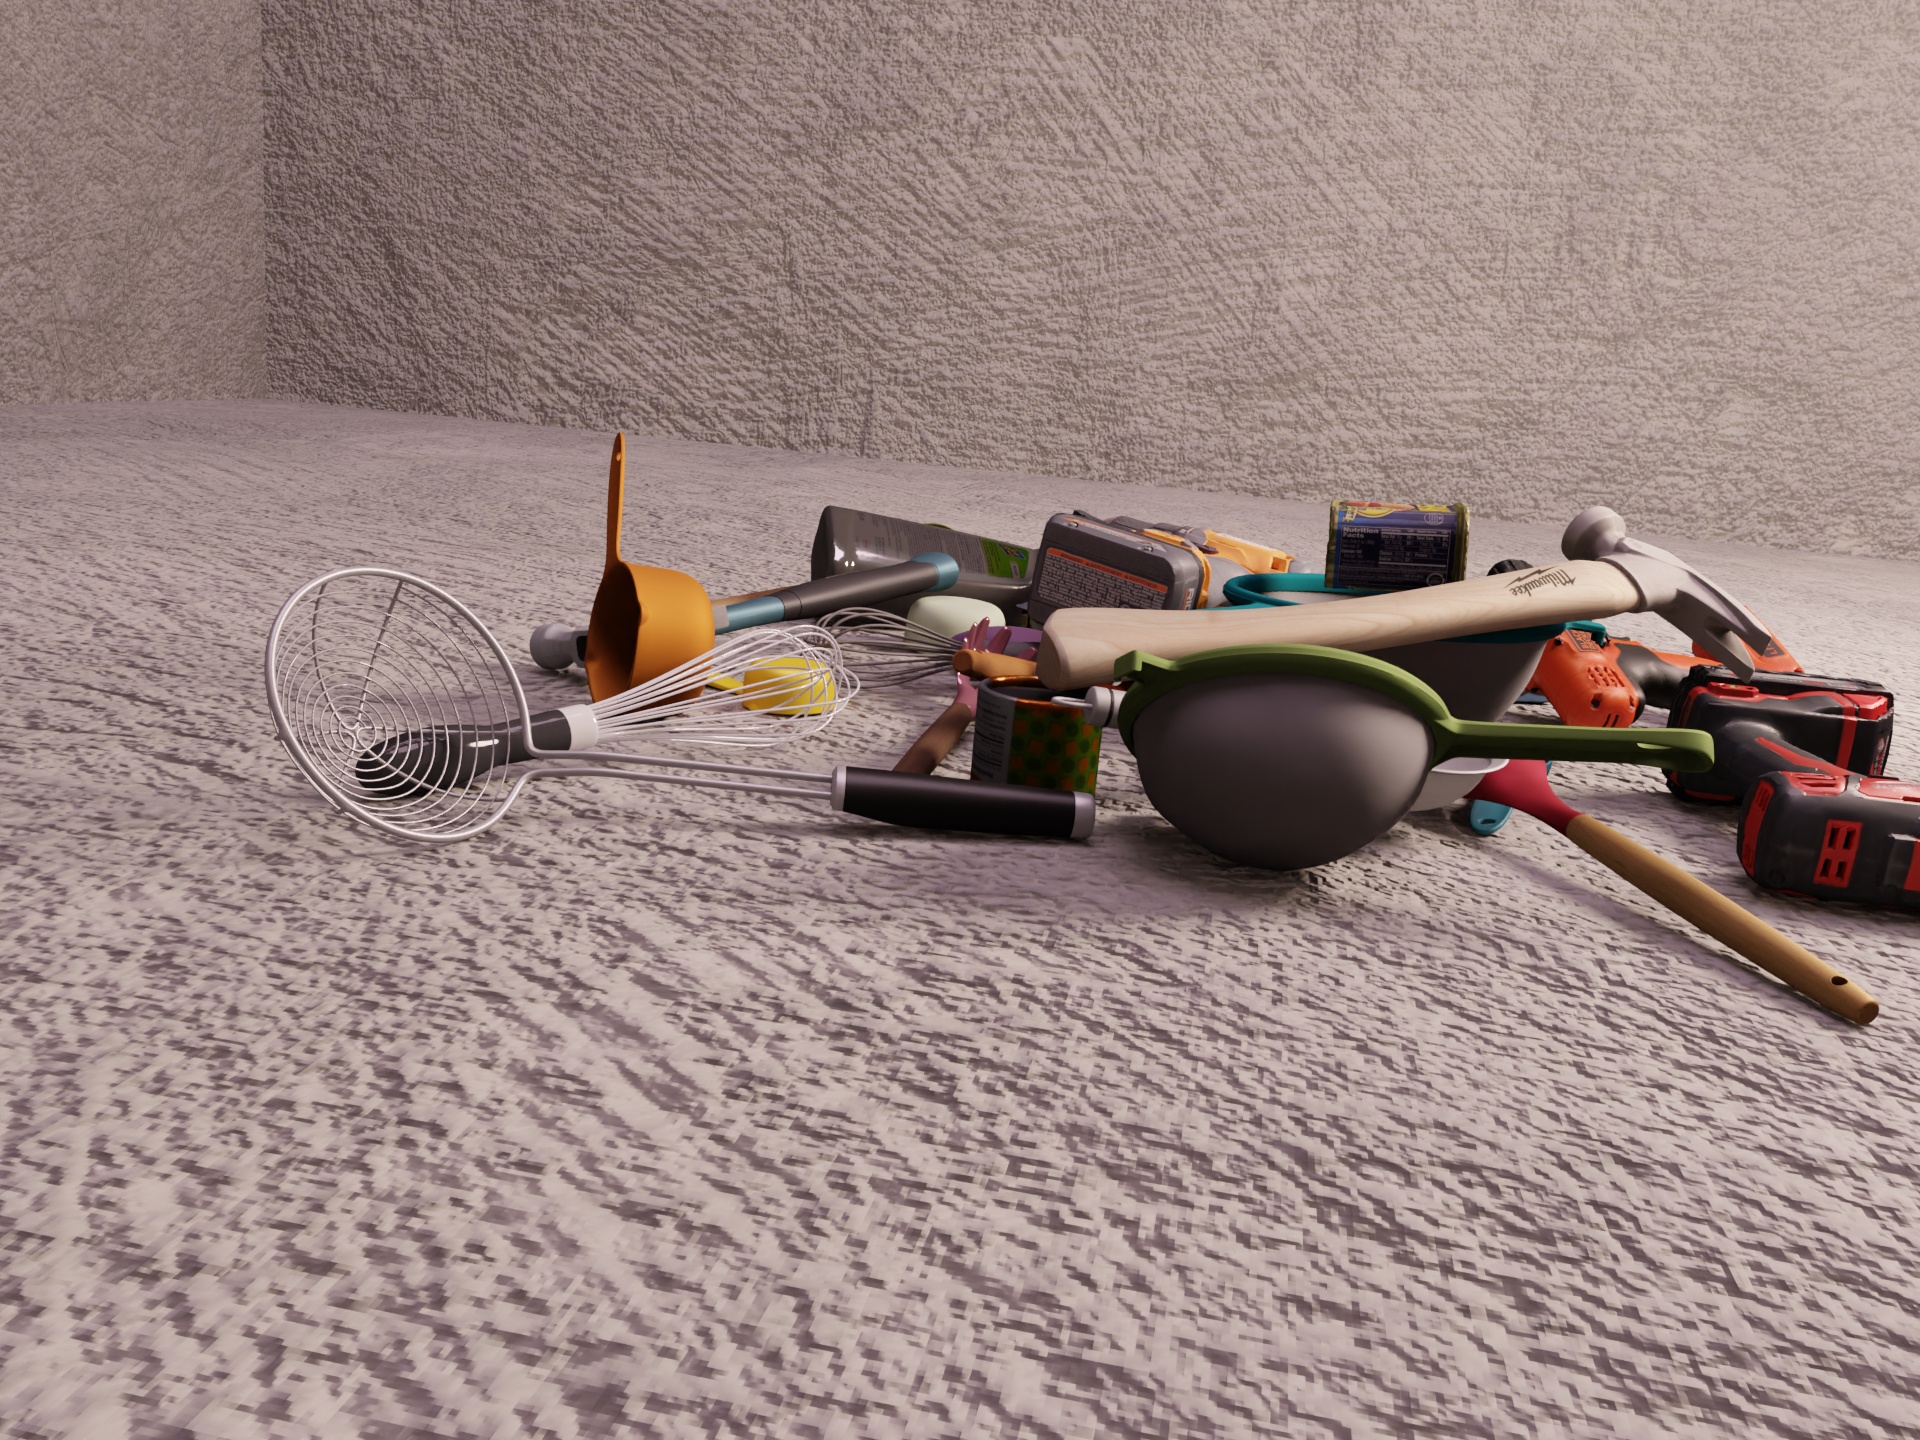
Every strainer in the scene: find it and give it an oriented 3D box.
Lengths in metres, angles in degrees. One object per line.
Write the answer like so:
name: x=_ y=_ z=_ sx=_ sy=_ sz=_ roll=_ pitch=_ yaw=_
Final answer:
strainer: x=0.167 y=0.011 z=0.795 sx=0.258 sy=0.050 sz=0.087 roll=9 pitch=16 yaw=-13
strainer: x=0.216 y=-0.029 z=0.978 sx=0.340 sy=0.095 sz=0.211 roll=-6 pitch=16 yaw=-34
strainer: x=0.194 y=0.031 z=0.703 sx=0.256 sy=0.069 sz=0.151 roll=2 pitch=-27 yaw=16

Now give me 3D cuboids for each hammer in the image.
hammer: x=0.236 y=-0.050 z=0.854 sx=0.410 sy=0.038 sz=0.146 roll=-8 pitch=38 yaw=-21
hammer: x=-0.121 y=-0.079 z=1.088 sx=0.128 sy=0.033 sz=0.331 roll=2 pitch=14 yaw=40

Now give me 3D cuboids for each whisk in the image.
whisk: x=-0.168 y=-0.002 z=0.810 sx=0.284 sy=0.070 sz=0.070 roll=-15 pitch=23 yaw=-41
whisk: x=0.003 y=-0.042 z=1.069 sx=0.238 sy=0.055 sz=0.055 roll=3 pitch=12 yaw=-29

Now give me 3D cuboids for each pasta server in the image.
pasta server: x=-0.001 y=-0.003 z=0.908 sx=0.060 sy=0.040 sz=0.316 roll=38 pitch=18 yaw=1

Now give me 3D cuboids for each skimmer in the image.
skimmer: x=-0.111 y=0.009 z=0.705 sx=0.363 sy=0.090 sz=0.127 roll=7 pitch=54 yaw=-8

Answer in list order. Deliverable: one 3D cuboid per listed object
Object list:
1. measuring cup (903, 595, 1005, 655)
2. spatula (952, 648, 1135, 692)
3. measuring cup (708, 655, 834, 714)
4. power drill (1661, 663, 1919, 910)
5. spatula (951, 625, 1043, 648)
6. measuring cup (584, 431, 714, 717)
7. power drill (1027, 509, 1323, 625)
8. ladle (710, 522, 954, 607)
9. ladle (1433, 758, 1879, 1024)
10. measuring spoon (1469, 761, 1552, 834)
measuring cup: x=0.041 y=-0.066 z=1.187 sx=0.167 sy=0.038 sz=0.083 roll=6 pitch=13 yaw=9
spatula: x=0.063 y=-0.030 z=0.954 sx=0.081 sy=0.041 sz=0.322 roll=24 pitch=6 yaw=21
measuring cup: x=-0.142 y=-0.034 z=1.003 sx=0.157 sy=0.029 sz=0.062 roll=17 pitch=18 yaw=38
power drill: x=0.481 y=0.040 z=0.826 sx=0.188 sy=0.080 sz=0.227 roll=6 pitch=16 yaw=6
spatula: x=0.140 y=-0.047 z=1.172 sx=0.315 sy=0.018 sz=0.060 roll=1 pitch=42 yaw=-23
measuring cup: x=-0.178 y=-0.084 z=0.923 sx=0.052 sy=0.174 sz=0.095 roll=8 pitch=-20 yaw=-30
power drill: x=0.137 y=-0.107 z=1.146 sx=0.185 sy=0.084 sz=0.226 roll=23 pitch=20 yaw=32
ladle: x=-0.108 y=-0.121 z=1.337 sx=0.078 sy=0.062 sz=0.320 roll=27 pitch=26 yaw=30
ladle: x=0.305 y=0.062 z=0.747 sx=0.069 sy=0.031 sz=0.316 roll=-18 pitch=22 yaw=-8
measuring spoon: x=0.298 y=0.044 z=0.876 sx=0.042 sy=0.021 sz=0.128 roll=2 pitch=20 yaw=27
